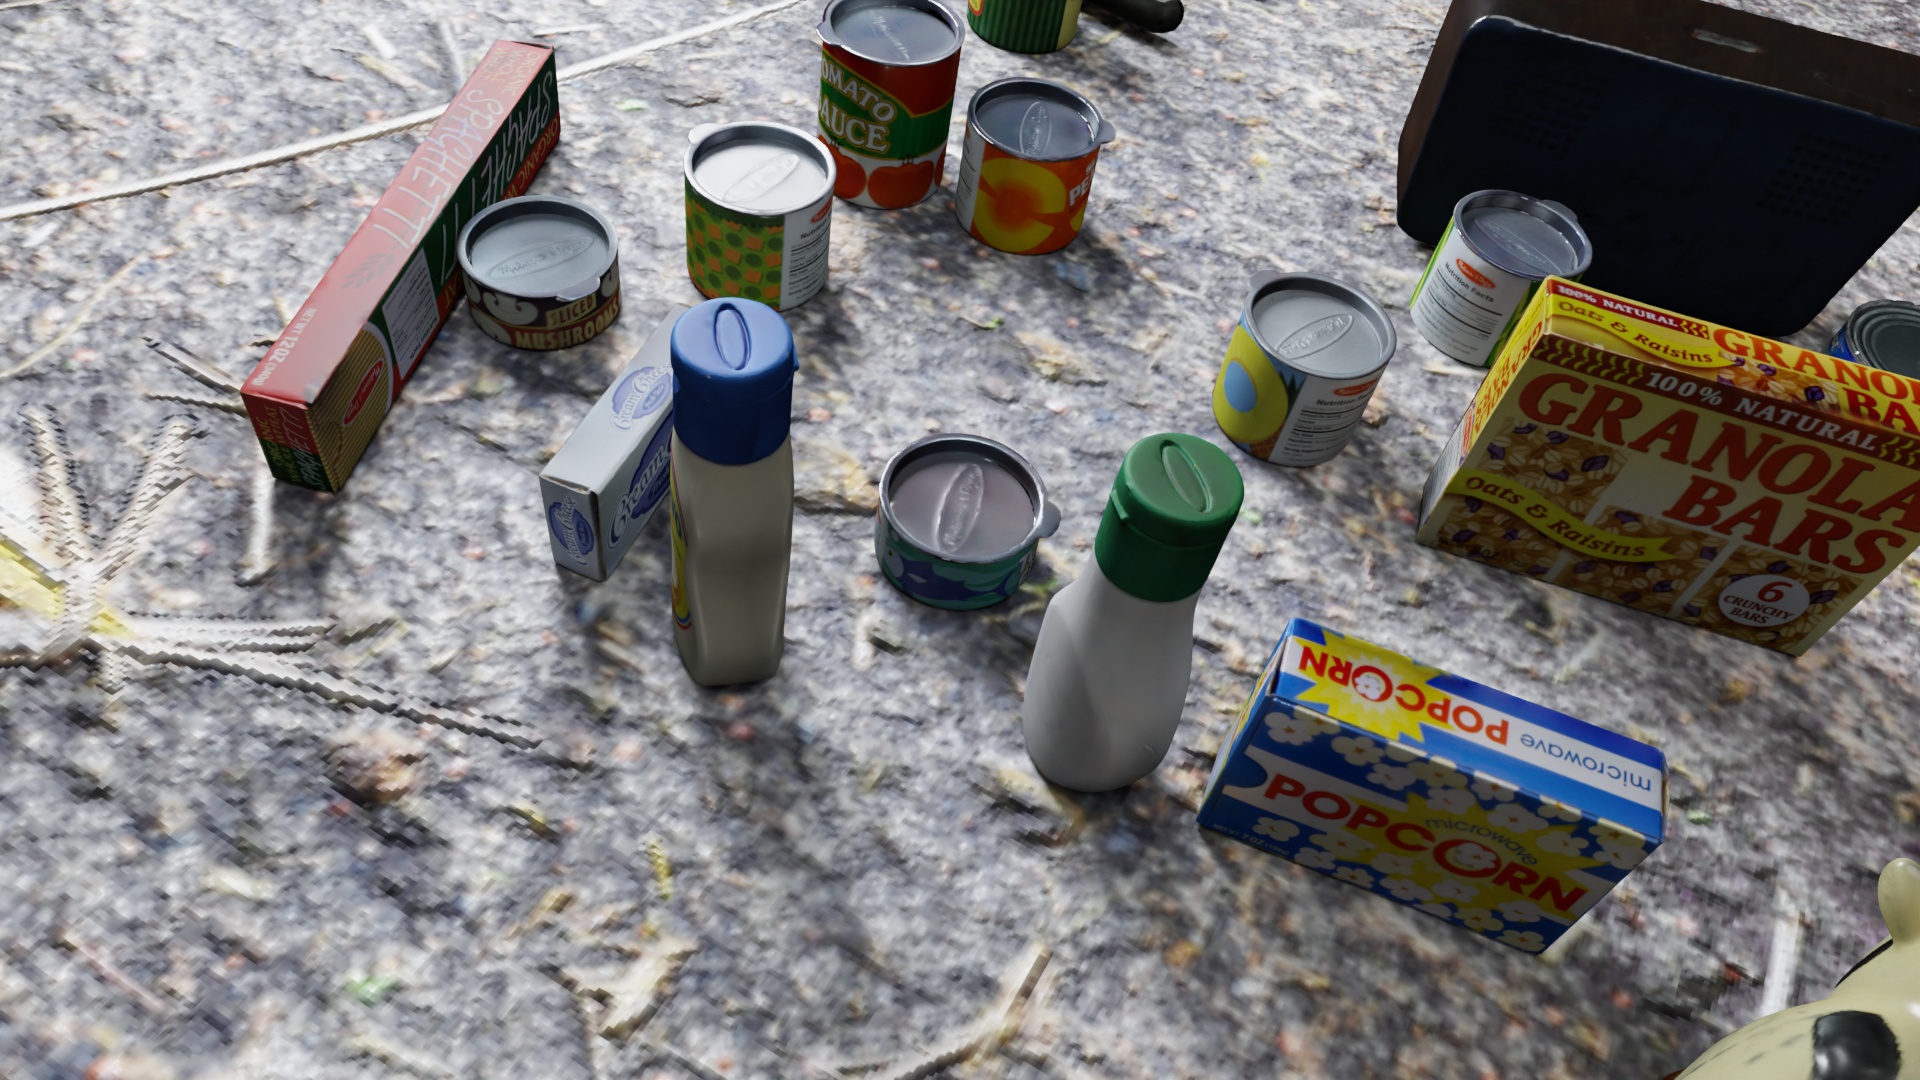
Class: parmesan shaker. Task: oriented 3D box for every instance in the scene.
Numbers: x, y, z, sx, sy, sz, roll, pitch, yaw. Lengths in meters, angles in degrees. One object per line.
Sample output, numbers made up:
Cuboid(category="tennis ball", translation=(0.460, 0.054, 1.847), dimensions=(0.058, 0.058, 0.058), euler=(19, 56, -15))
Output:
Cuboid(category="parmesan shaker", translation=(0.041, -0.332, 0.771), dimensions=(0.071, 0.102, 0.072), euler=(5, 51, -6))

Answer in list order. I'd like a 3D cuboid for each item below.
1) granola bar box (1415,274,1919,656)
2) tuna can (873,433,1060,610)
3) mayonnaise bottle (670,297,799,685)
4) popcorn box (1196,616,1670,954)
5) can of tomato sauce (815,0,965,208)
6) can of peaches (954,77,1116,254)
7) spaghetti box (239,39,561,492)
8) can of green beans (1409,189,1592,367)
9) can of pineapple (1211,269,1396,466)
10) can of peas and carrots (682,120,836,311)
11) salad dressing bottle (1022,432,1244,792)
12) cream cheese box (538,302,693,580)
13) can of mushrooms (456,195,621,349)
Cuboid(category="granola bar box", translation=(0.285, -0.026, 0.551), dimensions=(0.166, 0.123, 0.039), euler=(17, 51, 4))
Cuboid(category="tuna can", translation=(0.002, -0.007, 0.545), dimensions=(0.071, 0.032, 0.071), euler=(5, 51, -6))
Cuboid(category="mayonnaise bottle", translation=(-0.077, -0.015, 0.463), dimensions=(0.041, 0.147, 0.065), euler=(-5, 52, -14))
Cuboid(category="popcorn box", translation=(0.153, 0.083, 0.464), dimensions=(0.127, 0.084, 0.038), euler=(20, 51, 7))
Cuboid(category="can of tomato sauce", translation=(-0.037, -0.213, 0.674), dimensions=(0.071, 0.082, 0.071), euler=(5, 51, -6))
Cuboid(category="can of peaches", translation=(0.035, -0.181, 0.677), dimensions=(0.071, 0.057, 0.071), euler=(5, 51, -6))
Cuboid(category="spaghetti box", translation=(-0.227, -0.128, 0.593), dimensions=(0.029, 0.049, 0.251), euler=(12, 50, 0))
Cuboid(category="can of green beans", translation=(0.259, -0.126, 0.670), dimensions=(0.071, 0.057, 0.071), euler=(5, 51, -6))
Cuboid(category="can of pineapple", translation=(0.148, -0.076, 0.611), dimensions=(0.071, 0.057, 0.071), euler=(5, 51, -6))
Cuboid(category="can of peas and carrots", translation=(-0.093, -0.146, 0.625), dimensions=(0.071, 0.058, 0.071), euler=(5, 51, -6))
Cuboid(category="salad dressing bottle", translation=(0.054, 0.028, 0.452), dimensions=(0.044, 0.146, 0.064), euler=(-9, 53, -17))
Cuboid(category="cream cheese box", translation=(-0.123, -0.039, 0.536), dimensions=(0.024, 0.053, 0.104), euler=(21, 51, 7))
Cuboid(category="can of mushrooms", translation=(-0.180, -0.114, 0.600), dimensions=(0.071, 0.033, 0.071), euler=(5, 51, -6))
